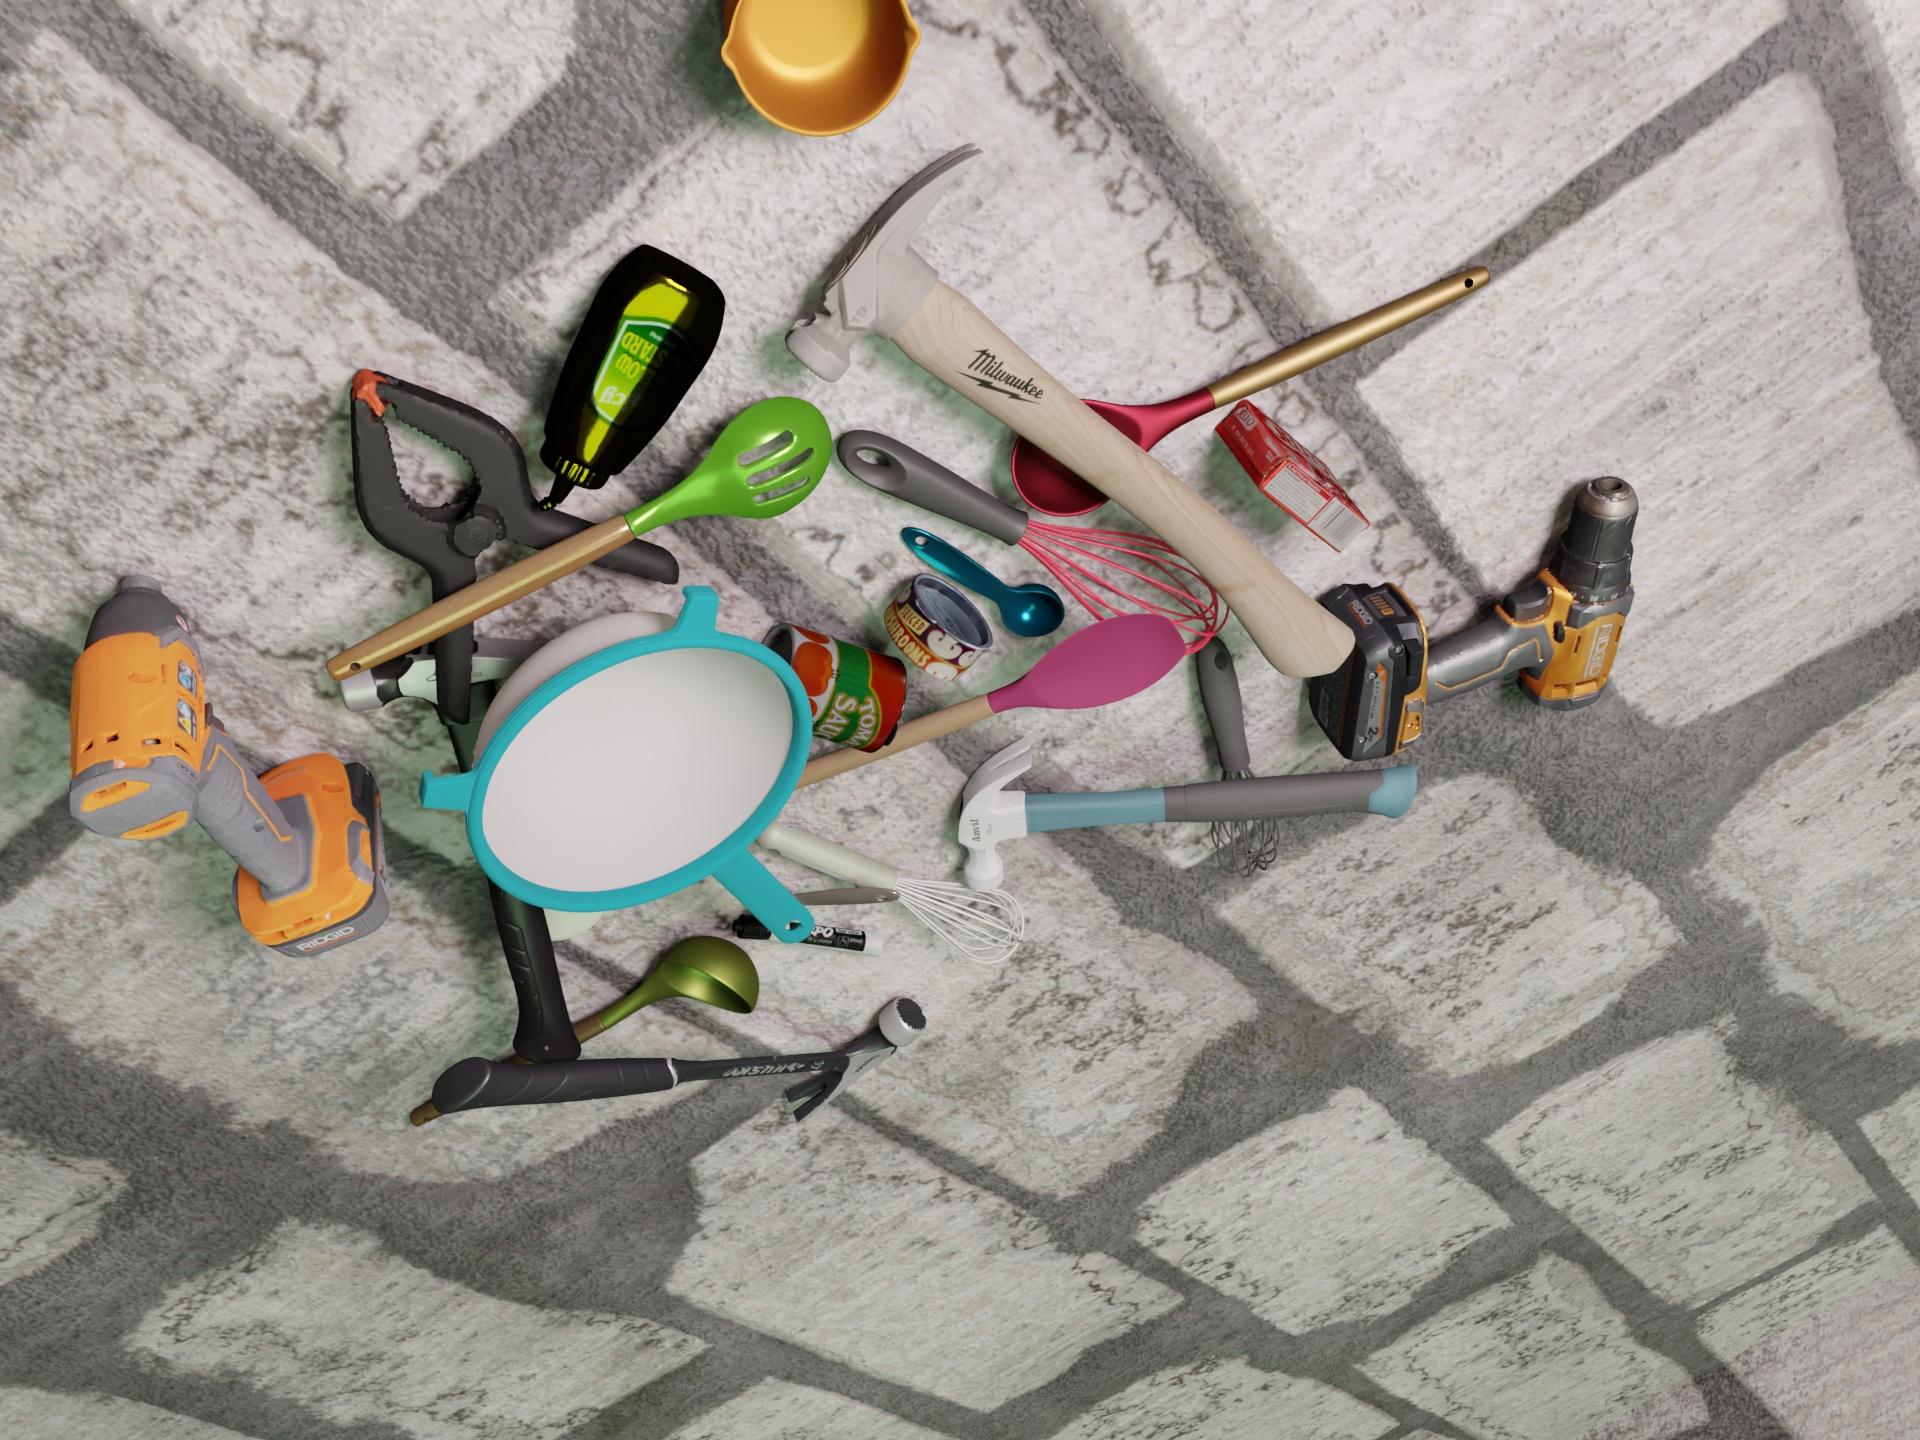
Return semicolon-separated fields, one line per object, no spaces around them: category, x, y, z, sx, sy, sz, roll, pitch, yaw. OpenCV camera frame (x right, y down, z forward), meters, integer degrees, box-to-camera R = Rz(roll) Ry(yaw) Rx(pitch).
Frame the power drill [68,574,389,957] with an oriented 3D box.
power drill;-0.425;0.026;0.925;0.084;0.164;0.226;-21;146;2

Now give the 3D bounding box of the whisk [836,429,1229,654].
whisk;0.052;-0.112;1.001;0.295;0.073;0.073;23;121;-25

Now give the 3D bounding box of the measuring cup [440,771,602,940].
measuring cup;-0.303;0.095;1.086;0.083;0.038;0.167;-25;135;6

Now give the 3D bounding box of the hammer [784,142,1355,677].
hammer;0.100;-0.155;0.937;0.410;0.038;0.146;34;107;-27

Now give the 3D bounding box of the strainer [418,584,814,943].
strainer;-0.182;0.041;1.000;0.211;0.095;0.340;-36;144;-3

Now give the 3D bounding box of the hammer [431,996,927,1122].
hammer;-0.206;0.264;1.188;0.408;0.036;0.149;10;134;-49

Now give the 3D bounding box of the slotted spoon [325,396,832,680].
slotted spoon;-0.211;-0.097;0.903;0.314;0.031;0.070;-27;128;-8

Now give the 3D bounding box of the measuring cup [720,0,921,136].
measuring cup;-0.071;-0.365;0.737;0.095;0.052;0.173;-10;131;-9

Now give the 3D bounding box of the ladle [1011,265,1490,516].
ladle;0.176;-0.208;0.968;0.315;0.031;0.069;-24;106;1

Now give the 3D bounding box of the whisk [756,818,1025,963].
whisk;-0.048;0.125;1.190;0.246;0.058;0.059;26;85;-29

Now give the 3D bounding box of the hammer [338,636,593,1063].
hammer;-0.293;0.096;1.052;0.146;0.035;0.334;-10;121;-10

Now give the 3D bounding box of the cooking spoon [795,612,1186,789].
cooking spoon;-0.002;-0.003;1.057;0.319;0.017;0.068;-21;132;20

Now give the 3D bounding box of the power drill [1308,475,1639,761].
power drill;0.369;-0.072;1.118;0.226;0.084;0.185;-14;133;-11

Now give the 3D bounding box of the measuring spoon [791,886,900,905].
measuring spoon;-0.100;0.136;1.166;0.124;0.018;0.034;-7;143;25

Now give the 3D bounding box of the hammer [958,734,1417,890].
hammer;0.162;0.061;1.158;0.331;0.033;0.128;-4;130;4

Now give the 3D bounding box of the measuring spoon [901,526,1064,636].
measuring spoon;0.014;-0.096;1.032;0.128;0.021;0.042;31;130;-26

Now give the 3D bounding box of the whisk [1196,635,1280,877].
whisk;0.201;0.031;1.182;0.055;0.055;0.238;-19;129;0

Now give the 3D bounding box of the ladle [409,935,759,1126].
ladle;-0.295;0.251;1.220;0.320;0.062;0.078;-28;130;12
